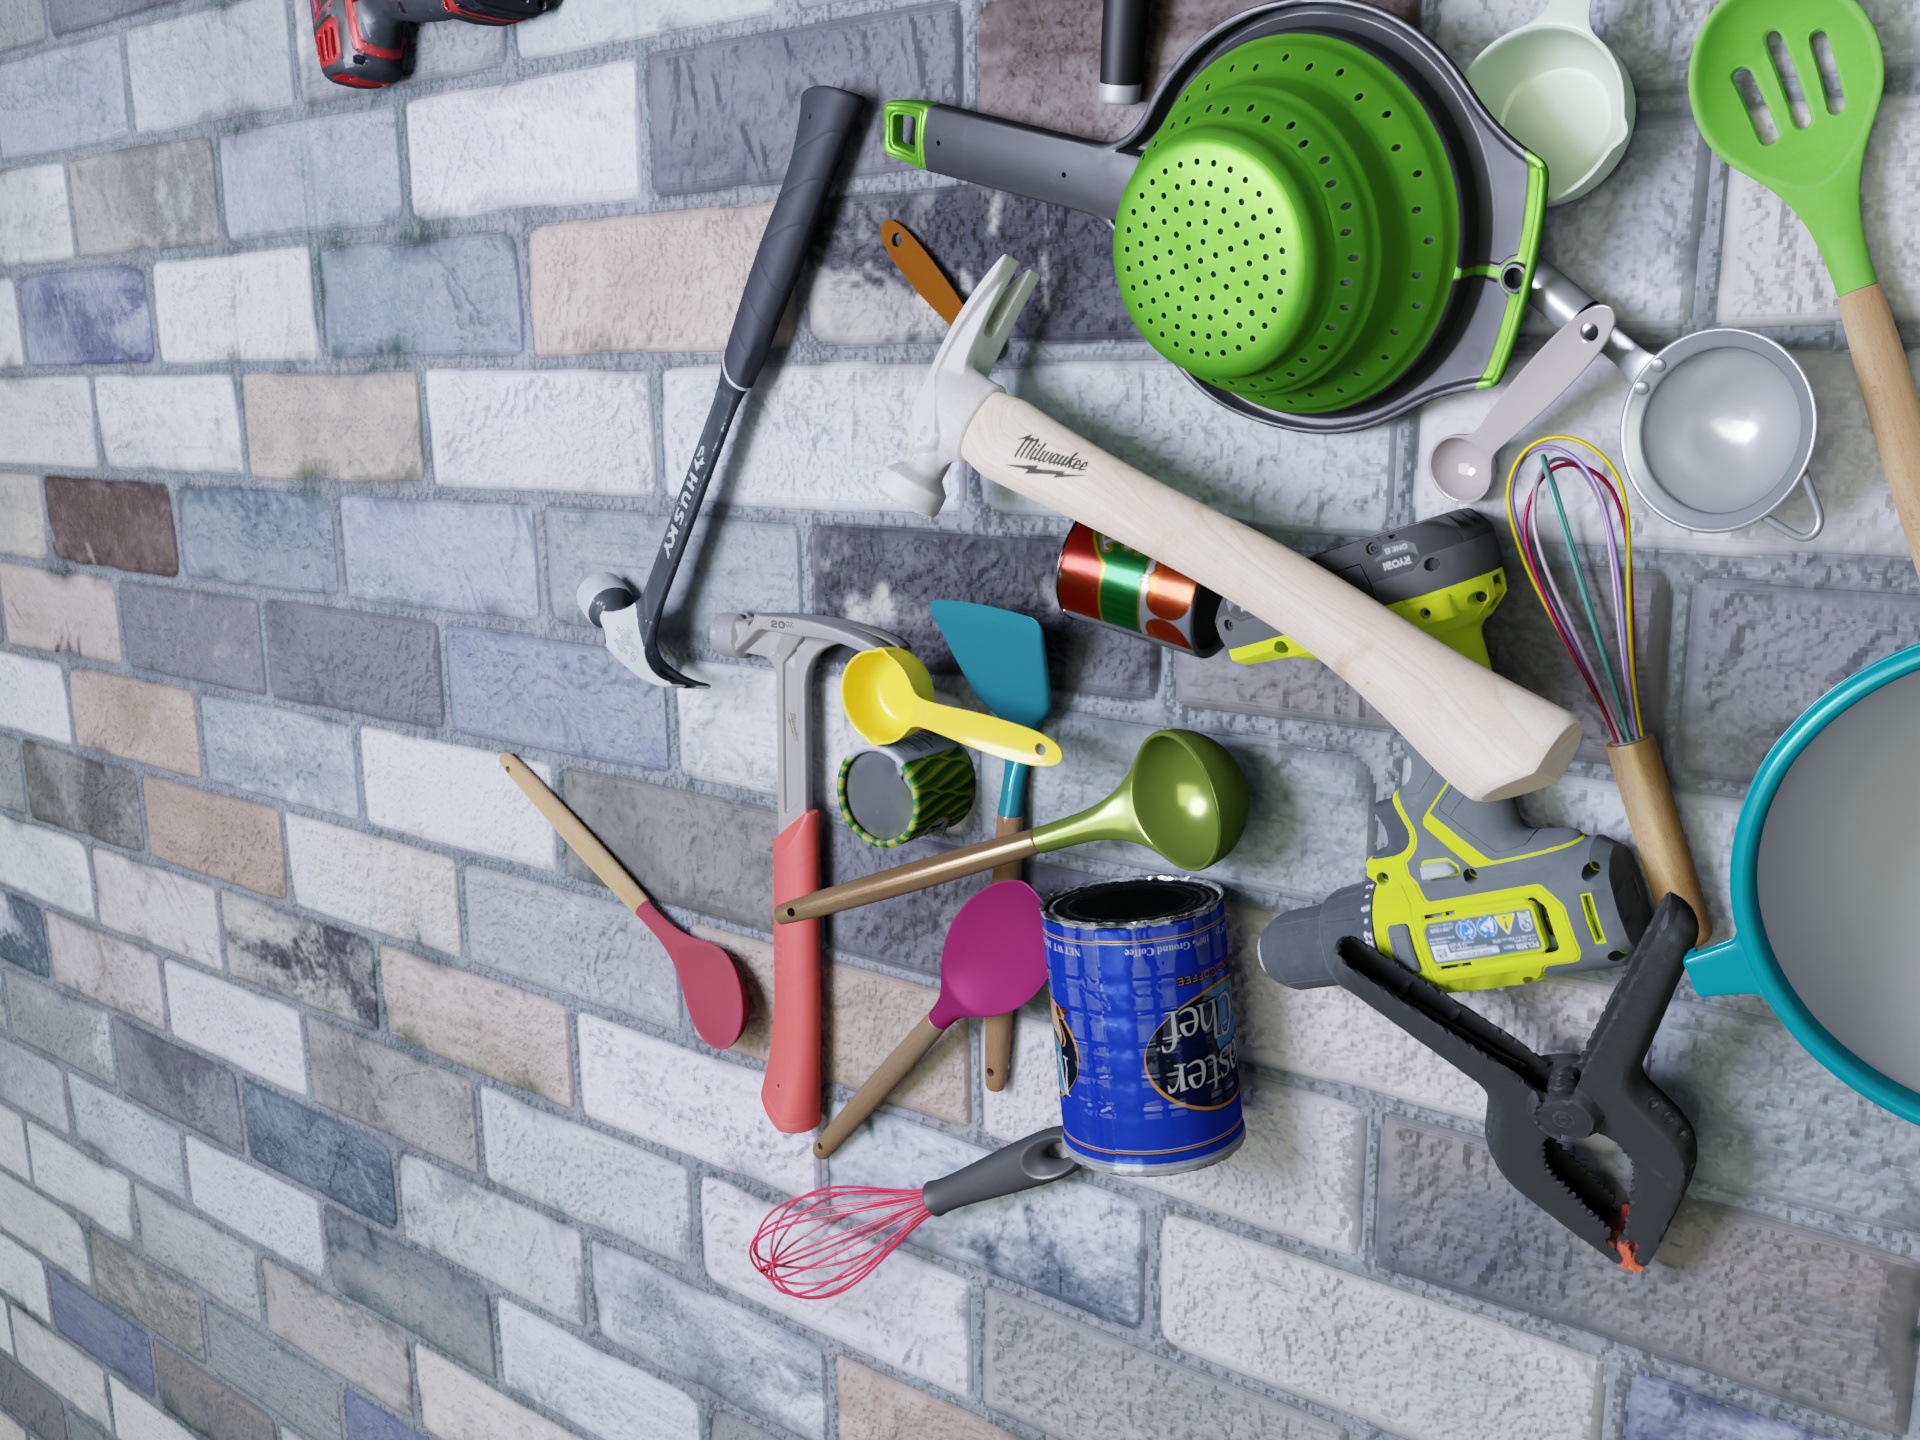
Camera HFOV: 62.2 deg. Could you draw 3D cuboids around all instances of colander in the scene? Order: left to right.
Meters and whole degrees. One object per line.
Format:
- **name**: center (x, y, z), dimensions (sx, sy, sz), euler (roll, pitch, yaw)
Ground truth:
- **colander**: center (0.080, -0.255, 0.789), dimensions (0.397, 0.094, 0.204), euler (28, 130, 34)

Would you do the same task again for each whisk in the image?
- **whisk**: center (-0.031, 0.321, 1.049), dimensions (0.296, 0.073, 0.073), euler (-31, 81, 31)
- **whisk**: center (0.303, -0.012, 0.726), dimensions (0.047, 0.051, 0.245), euler (-18, 94, 11)

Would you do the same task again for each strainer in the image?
- **strainer**: center (0.288, -0.172, 0.706), dimensions (0.259, 0.050, 0.086), euler (51, 136, 24)
- **strainer**: center (0.435, -0.002, 0.593), dimensions (0.211, 0.095, 0.340), euler (26, 115, 21)

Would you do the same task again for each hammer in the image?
- **hammer**: center (-0.148, -0.204, 1.018), dimensions (0.149, 0.036, 0.408), euler (47, 122, 39)
- **hammer**: center (-0.103, 0.108, 1.066), dimensions (0.149, 0.036, 0.359), euler (10, 105, 35)
- **hammer**: center (0.118, -0.094, 0.762), dimensions (0.411, 0.038, 0.146), euler (38, 106, 38)

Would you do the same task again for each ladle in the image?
- **ladle**: center (-0.254, 0.124, 1.191), dimensions (0.316, 0.031, 0.069), euler (42, 119, 25)
- **ladle**: center (0.016, 0.077, 0.912), dimensions (0.320, 0.062, 0.078), euler (-19, 85, 27)

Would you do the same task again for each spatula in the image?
- **spatula**: center (0.021, 0.083, 0.962), dimensions (0.082, 0.044, 0.317), euler (14, 109, 37)

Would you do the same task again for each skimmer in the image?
- **skimmer**: center (0.111, -0.496, 0.776), dimensions (0.127, 0.090, 0.363), euler (22, 122, 32)

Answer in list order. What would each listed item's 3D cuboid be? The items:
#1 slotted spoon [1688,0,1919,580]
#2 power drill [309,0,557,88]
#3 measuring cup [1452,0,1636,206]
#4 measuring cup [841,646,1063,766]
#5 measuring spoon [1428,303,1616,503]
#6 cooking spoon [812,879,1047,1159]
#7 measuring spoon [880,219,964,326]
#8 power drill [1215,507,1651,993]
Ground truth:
- **slotted spoon**: center (0.374, -0.151, 0.654), dimensions (0.070, 0.031, 0.314), euler (-17, 91, 38)
- **power drill**: center (-0.385, -0.558, 1.111), dimensions (0.227, 0.080, 0.188), euler (4, 102, 40)
- **measuring cup**: center (0.270, -0.308, 0.692), dimensions (0.083, 0.038, 0.167), euler (26, 112, 30)
- **measuring cup**: center (-0.001, -0.003, 0.924), dimensions (0.157, 0.029, 0.062), euler (18, 112, 31)
- **measuring spoon**: center (0.259, -0.145, 0.727), dimensions (0.034, 0.018, 0.124), euler (52, 144, 13)
- **cooking spoon**: center (-0.025, 0.204, 1.019), dimensions (0.069, 0.017, 0.318), euler (51, 131, 17)
- **measuring spoon**: center (-0.012, -0.254, 0.936), dimensions (0.117, 0.011, 0.021), euler (54, 126, 19)
- **power drill**: center (0.211, 0.027, 0.786), dimensions (0.190, 0.080, 0.228), euler (-16, 93, 37)
